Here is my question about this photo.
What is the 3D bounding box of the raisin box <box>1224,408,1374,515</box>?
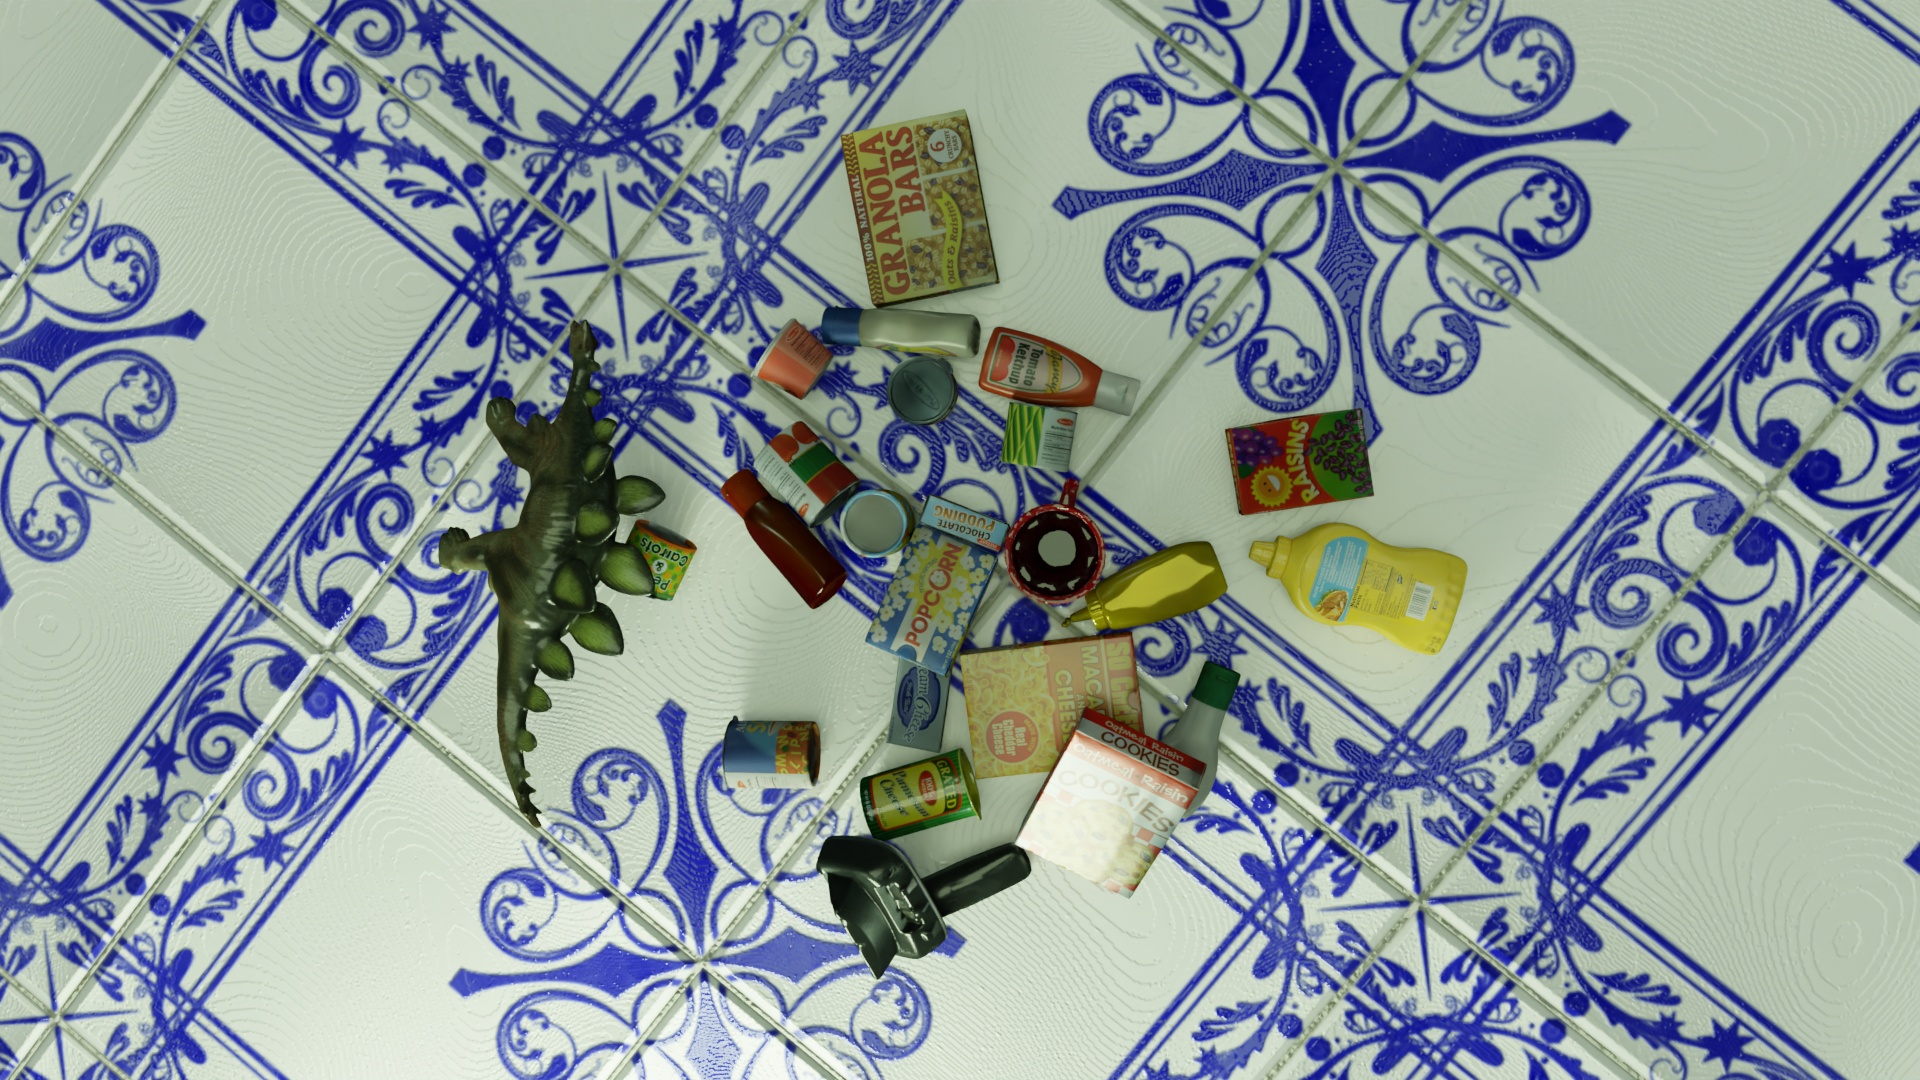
[{"bbox_3d":[0.319,-0.074,1.308,0.123,0.040,0.086,-9,92,5],"label":"raisin box"}]

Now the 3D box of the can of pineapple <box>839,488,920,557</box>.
[{"bbox_3d":[-0.078,-0.018,1.339,0.071,0.058,0.071,0,92,6],"label":"can of pineapple"}]

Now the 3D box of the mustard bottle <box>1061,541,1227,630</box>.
[{"bbox_3d":[0.170,0.051,1.321,0.160,0.049,0.065,-19,90,7],"label":"mustard bottle"}]

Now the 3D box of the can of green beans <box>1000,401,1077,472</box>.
[{"bbox_3d":[0.074,-0.098,1.317,0.071,0.071,0.057,10,94,5],"label":"can of green beans"}]

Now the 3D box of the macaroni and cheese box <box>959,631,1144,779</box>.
[{"bbox_3d":[0.090,0.159,1.337,0.166,0.040,0.123,-7,92,6],"label":"macaroni and cheese box"}]

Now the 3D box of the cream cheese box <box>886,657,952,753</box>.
[{"bbox_3d":[-0.038,0.152,1.358,0.053,0.024,0.103,9,93,4],"label":"cream cheese box"}]

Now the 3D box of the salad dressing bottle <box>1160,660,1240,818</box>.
[{"bbox_3d":[0.224,0.189,1.324,0.064,0.044,0.147,22,93,1],"label":"salad dressing bottle"}]

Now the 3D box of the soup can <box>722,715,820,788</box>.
[{"bbox_3d":[-0.183,0.206,1.354,0.084,0.071,0.071,-1,92,5],"label":"soup can"}]

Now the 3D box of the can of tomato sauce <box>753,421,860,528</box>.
[{"bbox_3d":[-0.147,-0.065,1.341,0.071,0.071,0.083,-44,85,6],"label":"can of tomato sauce"}]

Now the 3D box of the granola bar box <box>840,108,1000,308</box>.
[{"bbox_3d":[-0.038,-0.317,1.335,0.124,0.039,0.165,-10,91,5],"label":"granola bar box"}]

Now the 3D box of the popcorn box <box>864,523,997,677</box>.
[{"bbox_3d":[-0.026,0.057,1.332,0.085,0.038,0.127,23,80,6],"label":"popcorn box"}]

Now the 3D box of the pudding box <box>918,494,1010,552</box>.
[{"bbox_3d":[0.005,-0.017,1.335,0.084,0.049,0.030,22,93,4],"label":"pudding box"}]

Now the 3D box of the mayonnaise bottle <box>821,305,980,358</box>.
[{"bbox_3d":[-0.058,-0.201,1.331,0.148,0.065,0.041,5,90,9],"label":"mayonnaise bottle"}]

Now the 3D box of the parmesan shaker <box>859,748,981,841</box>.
[{"bbox_3d":[-0.038,0.249,1.339,0.103,0.071,0.071,-18,90,6],"label":"parmesan shaker"}]

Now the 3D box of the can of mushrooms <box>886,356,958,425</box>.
[{"bbox_3d":[-0.034,-0.146,1.343,0.071,0.033,0.071,0,92,6],"label":"can of mushrooms"}]

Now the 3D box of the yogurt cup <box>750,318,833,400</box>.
[{"bbox_3d":[-0.159,-0.173,1.341,0.054,0.072,0.072,36,95,-5],"label":"yogurt cup"}]

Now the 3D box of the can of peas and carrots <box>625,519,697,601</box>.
[{"bbox_3d":[-0.299,0.020,1.356,0.071,0.071,0.058,27,94,4],"label":"can of peas and carrots"}]

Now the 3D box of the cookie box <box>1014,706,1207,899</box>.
[{"bbox_3d":[0.138,0.246,1.296,0.123,0.040,0.166,25,126,4],"label":"cookie box"}]

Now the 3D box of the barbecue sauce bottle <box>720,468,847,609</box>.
[{"bbox_3d":[-0.174,-0.004,1.350,0.044,0.064,0.148,-36,79,-31],"label":"barbecue sauce bottle"}]

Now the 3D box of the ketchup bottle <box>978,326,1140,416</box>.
[{"bbox_3d":[0.095,-0.156,1.325,0.149,0.043,0.064,16,89,4],"label":"ketchup bottle"}]
